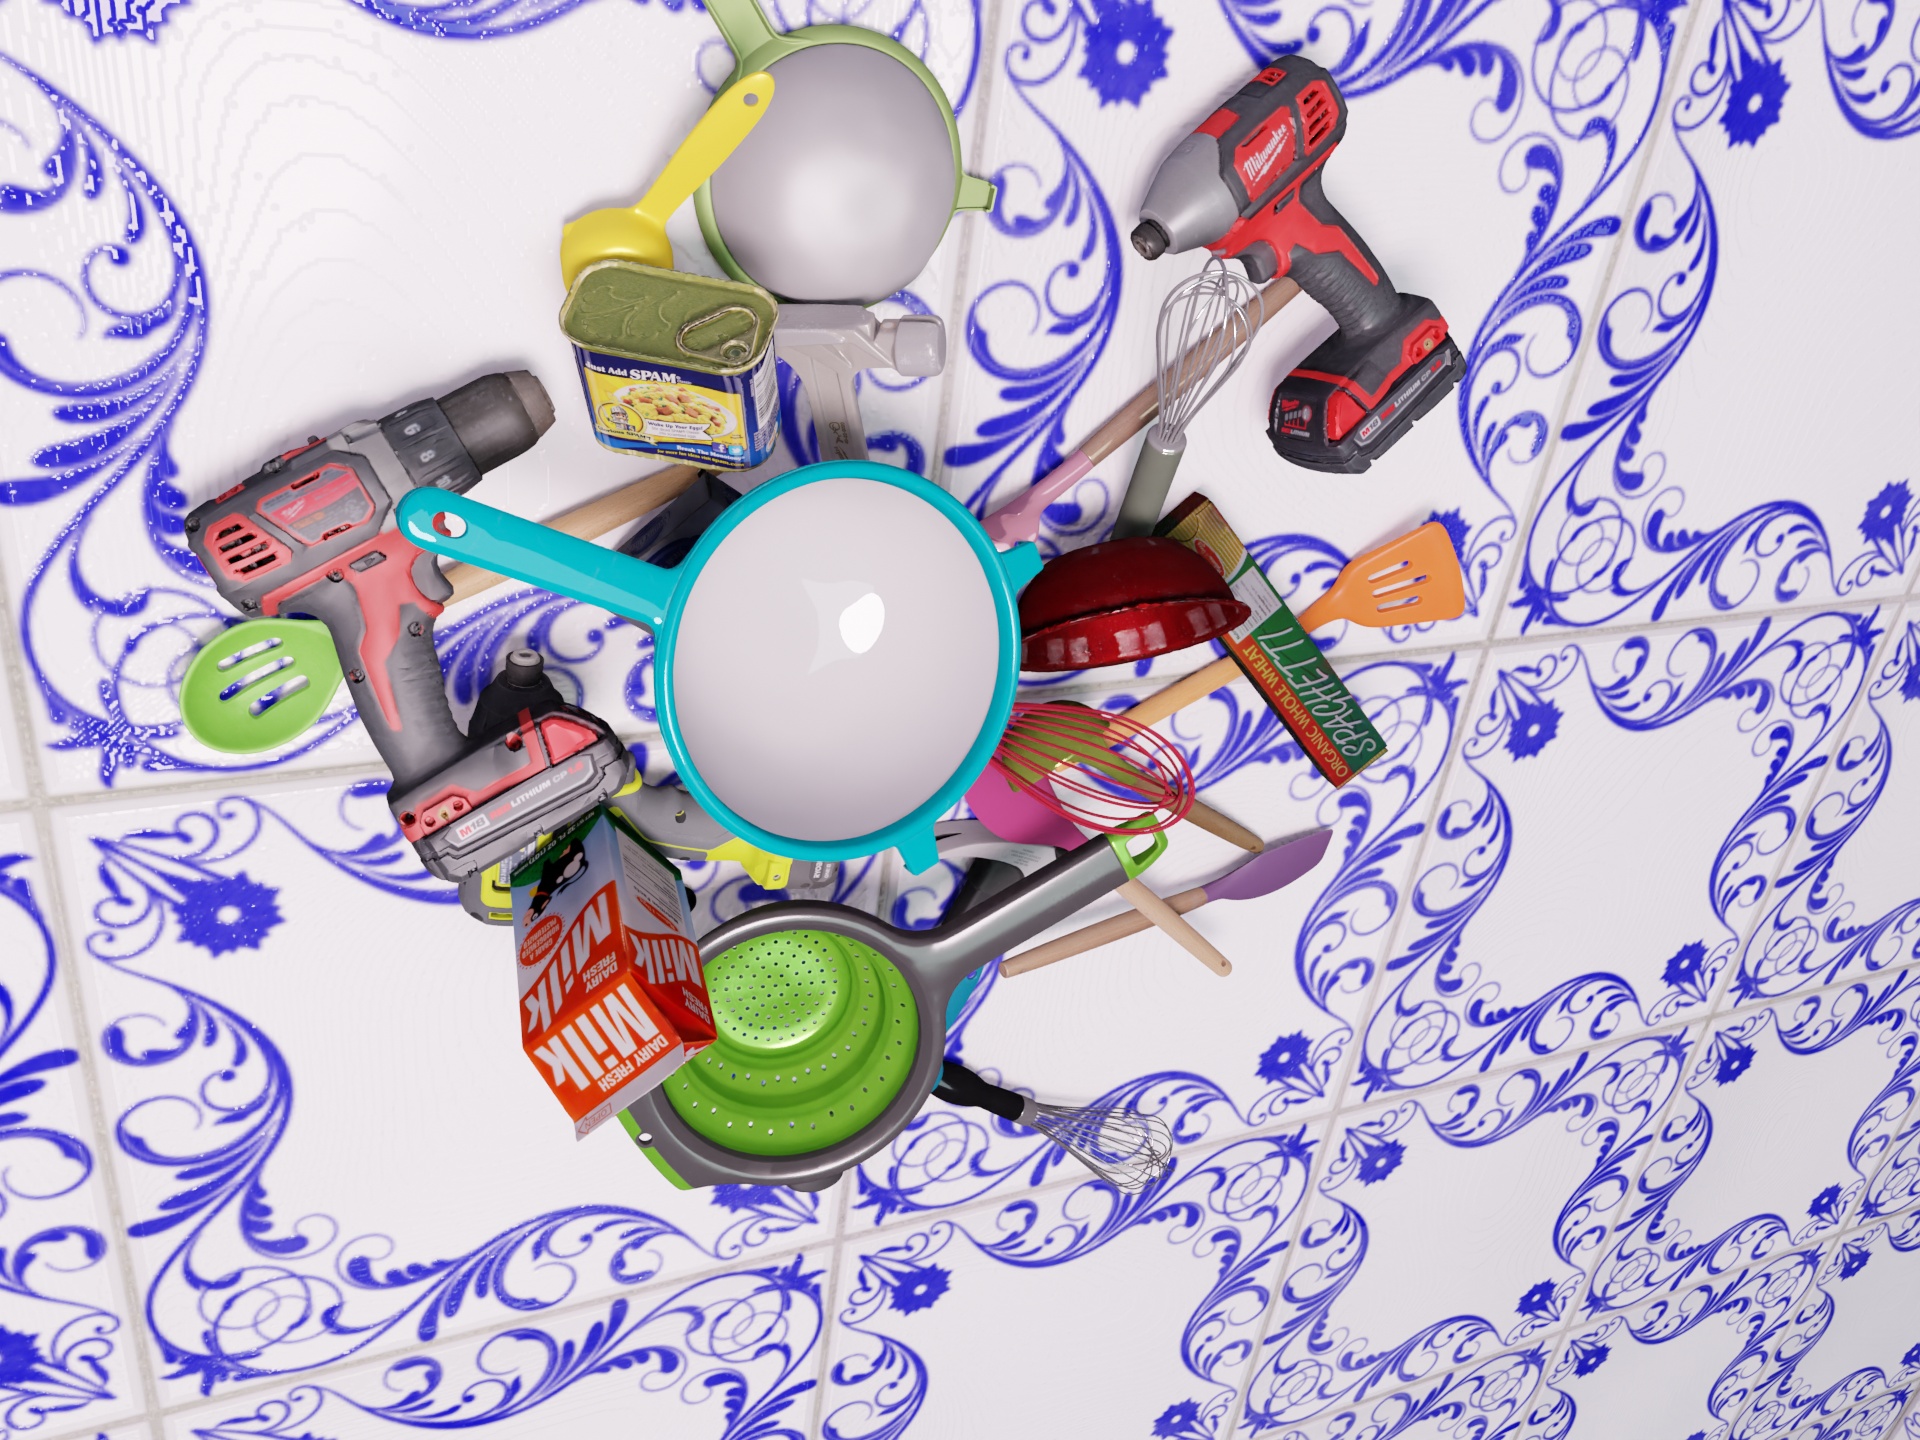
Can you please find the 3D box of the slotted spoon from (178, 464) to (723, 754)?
[{"bbox_3d":[-0.270,-0.074,0.865,0.314,0.031,0.070,-28,122,-12],"label":"slotted spoon"}]

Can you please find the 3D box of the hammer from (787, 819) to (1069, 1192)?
[{"bbox_3d":[-0.043,0.214,1.167,0.146,0.035,0.334,19,110,-36],"label":"hammer"}]

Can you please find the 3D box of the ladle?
[{"bbox_3d":[0.138,0.058,1.130,0.078,0.062,0.319,-35,142,24],"label":"ladle"}]

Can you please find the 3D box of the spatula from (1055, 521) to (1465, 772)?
[{"bbox_3d":[0.209,-0.041,1.130,0.322,0.041,0.081,-28,119,-7],"label":"spatula"}]

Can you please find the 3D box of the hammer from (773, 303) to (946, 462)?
[{"bbox_3d":[-0.062,-0.081,0.943,0.149,0.037,0.358,2,135,12],"label":"hammer"}]

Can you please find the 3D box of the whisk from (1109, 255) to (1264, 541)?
[{"bbox_3d":[0.125,-0.174,0.946,0.058,0.059,0.246,0,148,-9],"label":"whisk"}]

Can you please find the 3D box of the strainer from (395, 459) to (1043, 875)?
[{"bbox_3d":[-0.130,-0.054,0.826,0.340,0.095,0.211,19,91,-32],"label":"strainer"}]

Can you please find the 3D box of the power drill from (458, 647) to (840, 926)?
[{"bbox_3d":[-0.181,0.036,0.952,0.223,0.080,0.171,-1,121,-24],"label":"power drill"}]

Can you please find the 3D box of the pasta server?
[{"bbox_3d":[0.104,-0.176,0.990,0.316,0.040,0.060,-41,158,-1],"label":"pasta server"}]

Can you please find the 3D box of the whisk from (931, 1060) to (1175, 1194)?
[{"bbox_3d":[0.072,0.325,1.287,0.284,0.070,0.070,28,104,-33],"label":"whisk"}]

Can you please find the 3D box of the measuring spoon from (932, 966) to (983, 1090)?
[{"bbox_3d":[-0.011,0.227,1.154,0.042,0.021,0.128,12,115,-35],"label":"measuring spoon"}]

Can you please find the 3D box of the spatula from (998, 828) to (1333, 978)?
[{"bbox_3d":[0.164,0.144,1.220,0.316,0.018,0.059,-16,137,-28],"label":"spatula"}]

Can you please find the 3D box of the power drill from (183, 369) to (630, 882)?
[{"bbox_3d":[-0.255,-0.053,0.819,0.188,0.080,0.226,-31,106,-12],"label":"power drill"}]

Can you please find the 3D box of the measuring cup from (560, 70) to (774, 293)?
[{"bbox_3d":[-0.140,-0.252,0.777,0.062,0.029,0.156,24,131,-37],"label":"measuring cup"}]

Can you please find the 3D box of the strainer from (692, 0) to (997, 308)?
[{"bbox_3d":[-0.080,-0.306,0.786,0.151,0.069,0.256,-37,131,-2],"label":"strainer"}]

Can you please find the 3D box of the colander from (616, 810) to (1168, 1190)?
[{"bbox_3d":[-0.048,0.158,1.066,0.397,0.095,0.204,-30,114,-2],"label":"colander"}]

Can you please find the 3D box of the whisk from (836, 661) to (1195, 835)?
[{"bbox_3d":[-0.001,-0.003,0.942,0.296,0.073,0.073,20,113,2],"label":"whisk"}]

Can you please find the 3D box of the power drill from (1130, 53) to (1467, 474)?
[{"bbox_3d":[0.197,-0.259,0.942,0.143,0.079,0.219,-43,119,-7],"label":"power drill"}]

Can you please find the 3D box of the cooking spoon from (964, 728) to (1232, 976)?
[{"bbox_3d":[0.105,0.105,1.147,0.318,0.017,0.069,41,63,-32],"label":"cooking spoon"}]
